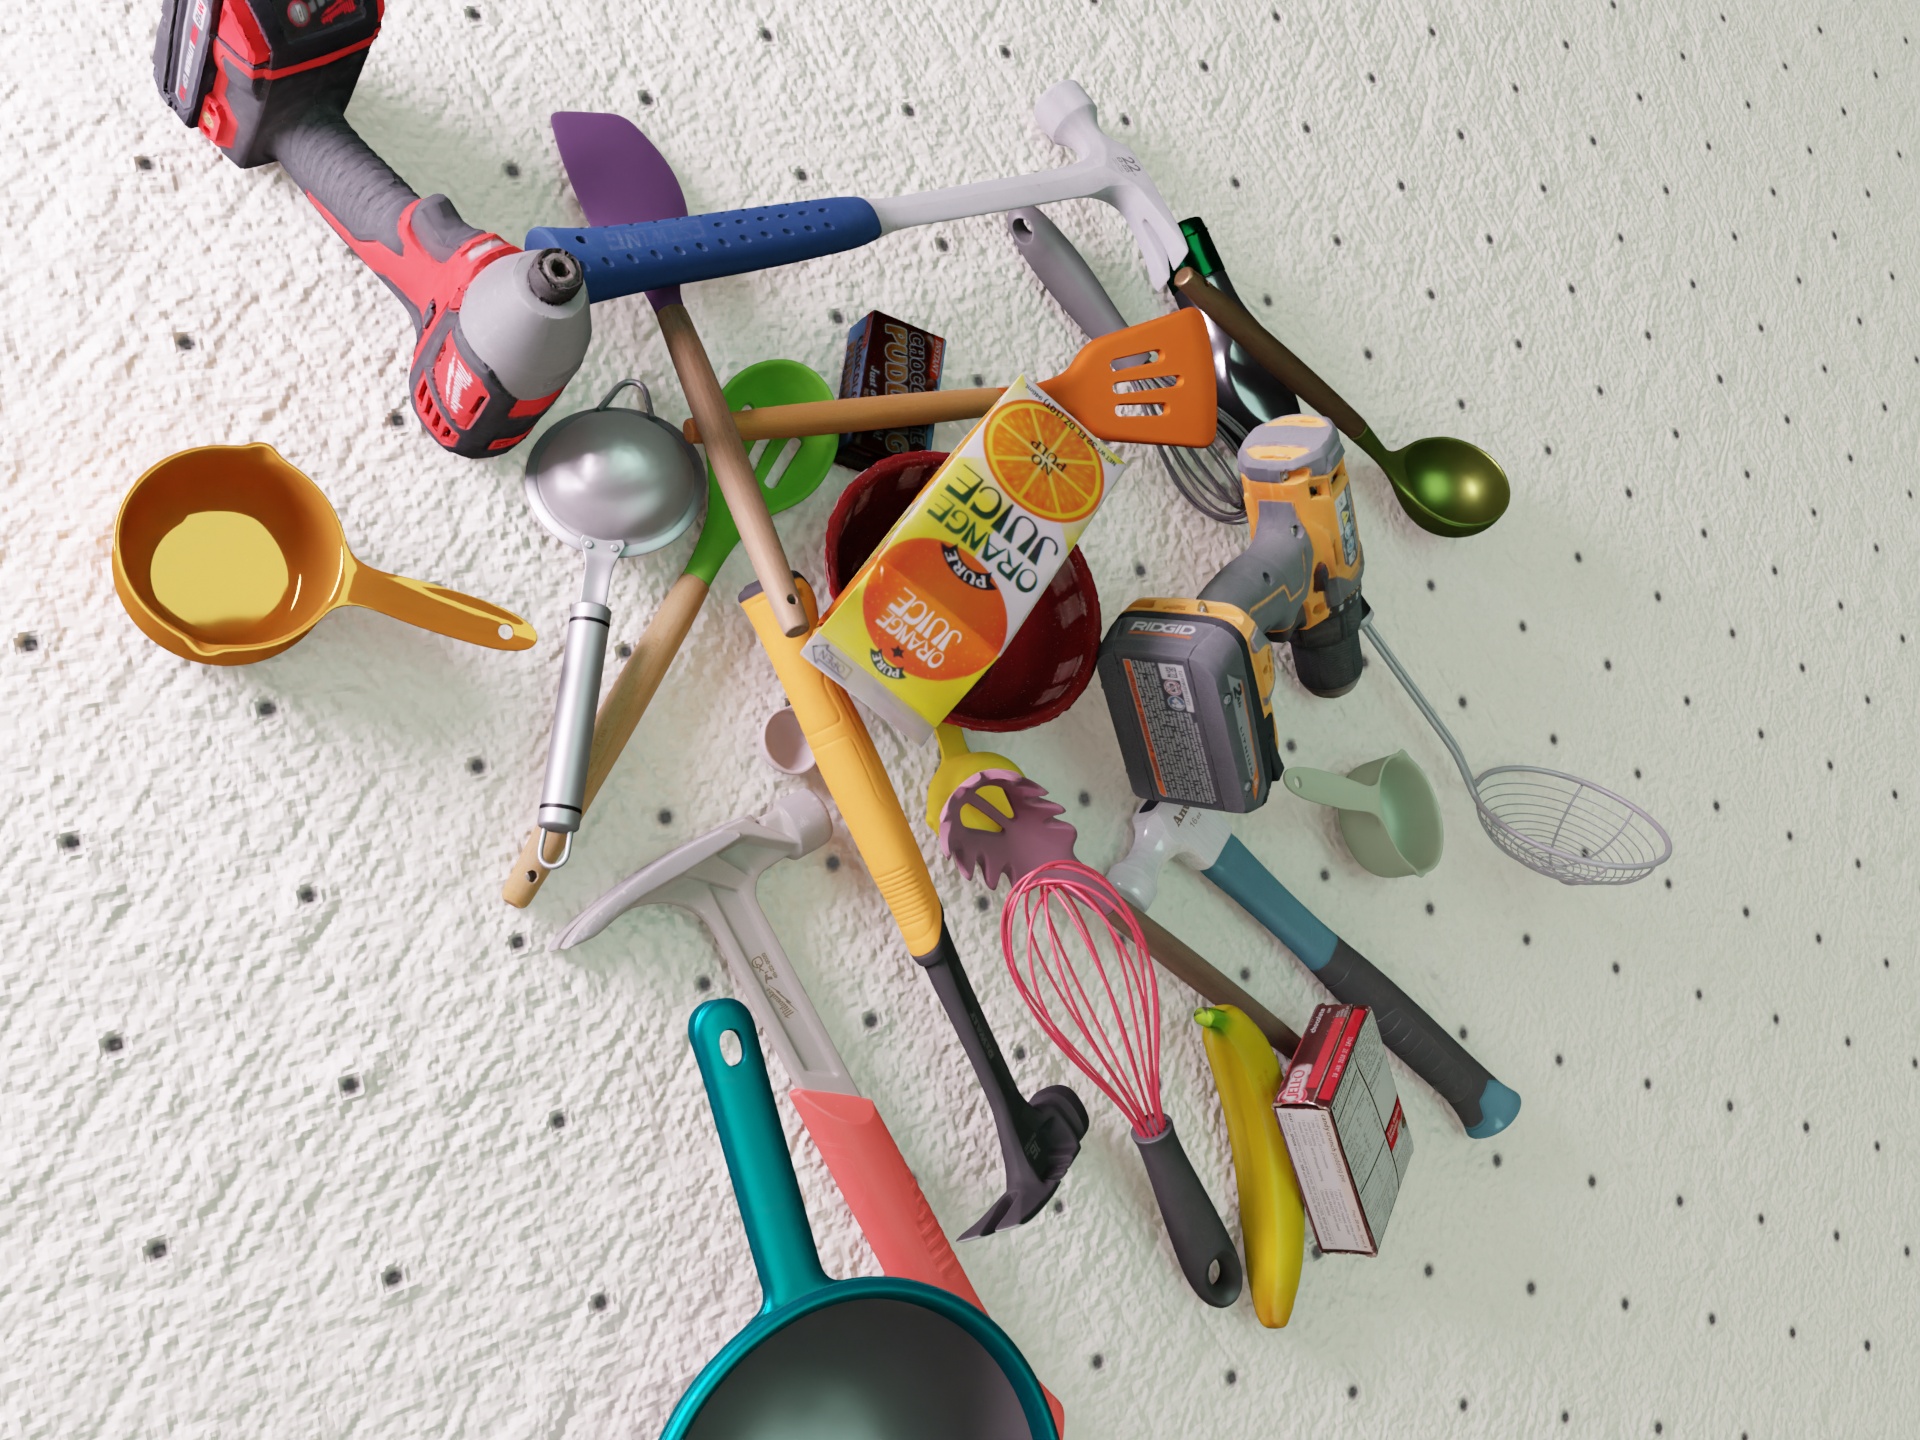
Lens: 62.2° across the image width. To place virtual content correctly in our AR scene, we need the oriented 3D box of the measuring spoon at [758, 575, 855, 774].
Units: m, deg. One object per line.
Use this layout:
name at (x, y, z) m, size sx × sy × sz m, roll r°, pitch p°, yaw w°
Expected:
measuring spoon at (-0.076, -0.025, 0.829) m, size 0.034 × 0.018 × 0.124 m, roll 37°, pitch 56°, yaw -27°

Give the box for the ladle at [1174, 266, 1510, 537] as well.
ladle at (0.245, -0.202, 0.999) m, size 0.319 × 0.062 × 0.078 m, roll 27°, pitch 48°, yaw -39°

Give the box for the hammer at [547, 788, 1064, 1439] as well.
hammer at (-0.053, 0.220, 0.774) m, size 0.149 × 0.037 × 0.359 m, roll -30°, pitch 95°, yaw -33°

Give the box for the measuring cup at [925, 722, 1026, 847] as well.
measuring cup at (-0.001, -0.003, 0.858) m, size 0.062 × 0.029 × 0.156 m, roll -15°, pitch 87°, yaw -33°

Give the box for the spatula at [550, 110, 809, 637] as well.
spatula at (-0.131, -0.179, 0.777) m, size 0.059 × 0.018 × 0.316 m, roll -10°, pitch 68°, yaw -33°

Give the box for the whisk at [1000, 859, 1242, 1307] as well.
whisk at (0.094, 0.198, 0.832) m, size 0.073 × 0.073 × 0.295 m, roll -38°, pitch 116°, yaw -32°

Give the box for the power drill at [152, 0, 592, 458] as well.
power drill at (-0.245, -0.230, 0.693) m, size 0.078 × 0.143 × 0.219 m, roll -40°, pitch 99°, yaw -34°

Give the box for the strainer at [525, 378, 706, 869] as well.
strainer at (-0.171, -0.057, 0.748) m, size 0.087 × 0.050 × 0.259 m, roll 7°, pitch 73°, yaw -8°

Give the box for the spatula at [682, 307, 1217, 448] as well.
spatula at (0.004, -0.171, 0.855) m, size 0.322 × 0.041 × 0.081 m, roll -13°, pitch 101°, yaw -32°

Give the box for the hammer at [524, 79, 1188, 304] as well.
hammer at (-0.038, -0.265, 0.847) m, size 0.405 × 0.035 × 0.144 m, roll -24°, pitch 73°, yaw -37°

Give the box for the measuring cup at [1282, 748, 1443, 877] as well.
measuring cup at (0.235, 0.053, 0.969) m, size 0.167 × 0.038 × 0.083 m, roll 15°, pitch 64°, yaw -41°

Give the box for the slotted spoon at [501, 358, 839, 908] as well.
slotted spoon at (-0.144, -0.049, 0.783) m, size 0.070 × 0.031 × 0.314 m, roll 34°, pitch 66°, yaw -21°

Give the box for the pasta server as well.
pasta server at (0.101, 0.118, 0.870) m, size 0.316 × 0.040 × 0.060 m, roll 39°, pitch 96°, yaw -29°

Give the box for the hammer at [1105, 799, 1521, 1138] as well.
hammer at (0.228, 0.150, 0.965) m, size 0.330 × 0.033 × 0.128 m, roll 42°, pitch 62°, yaw -17°

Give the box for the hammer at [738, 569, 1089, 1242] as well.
hammer at (-0.030, 0.084, 0.785) m, size 0.337 × 0.034 × 0.127 m, roll 66°, pitch 23°, yaw -3°

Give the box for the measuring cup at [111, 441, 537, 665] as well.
measuring cup at (-0.274, -0.055, 0.690) m, size 0.173 × 0.052 × 0.095 m, roll 18°, pitch 71°, yaw -29°

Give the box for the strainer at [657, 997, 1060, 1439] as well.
strainer at (-0.080, 0.292, 0.708) m, size 0.211 × 0.095 × 0.340 m, roll -13°, pitch 85°, yaw -34°

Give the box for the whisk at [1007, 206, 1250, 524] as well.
whisk at (0.108, -0.217, 0.964) m, size 0.239 × 0.055 × 0.055 m, roll 50°, pitch 59°, yaw -9°

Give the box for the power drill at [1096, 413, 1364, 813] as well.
power drill at (0.172, -0.043, 0.913) m, size 0.226 × 0.084 × 0.185 m, roll -52°, pitch 136°, yaw -37°

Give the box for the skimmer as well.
skimmer at (0.319, -0.034, 1.028) m, size 0.363 × 0.090 × 0.127 m, roll 51°, pitch 26°, yaw -10°
